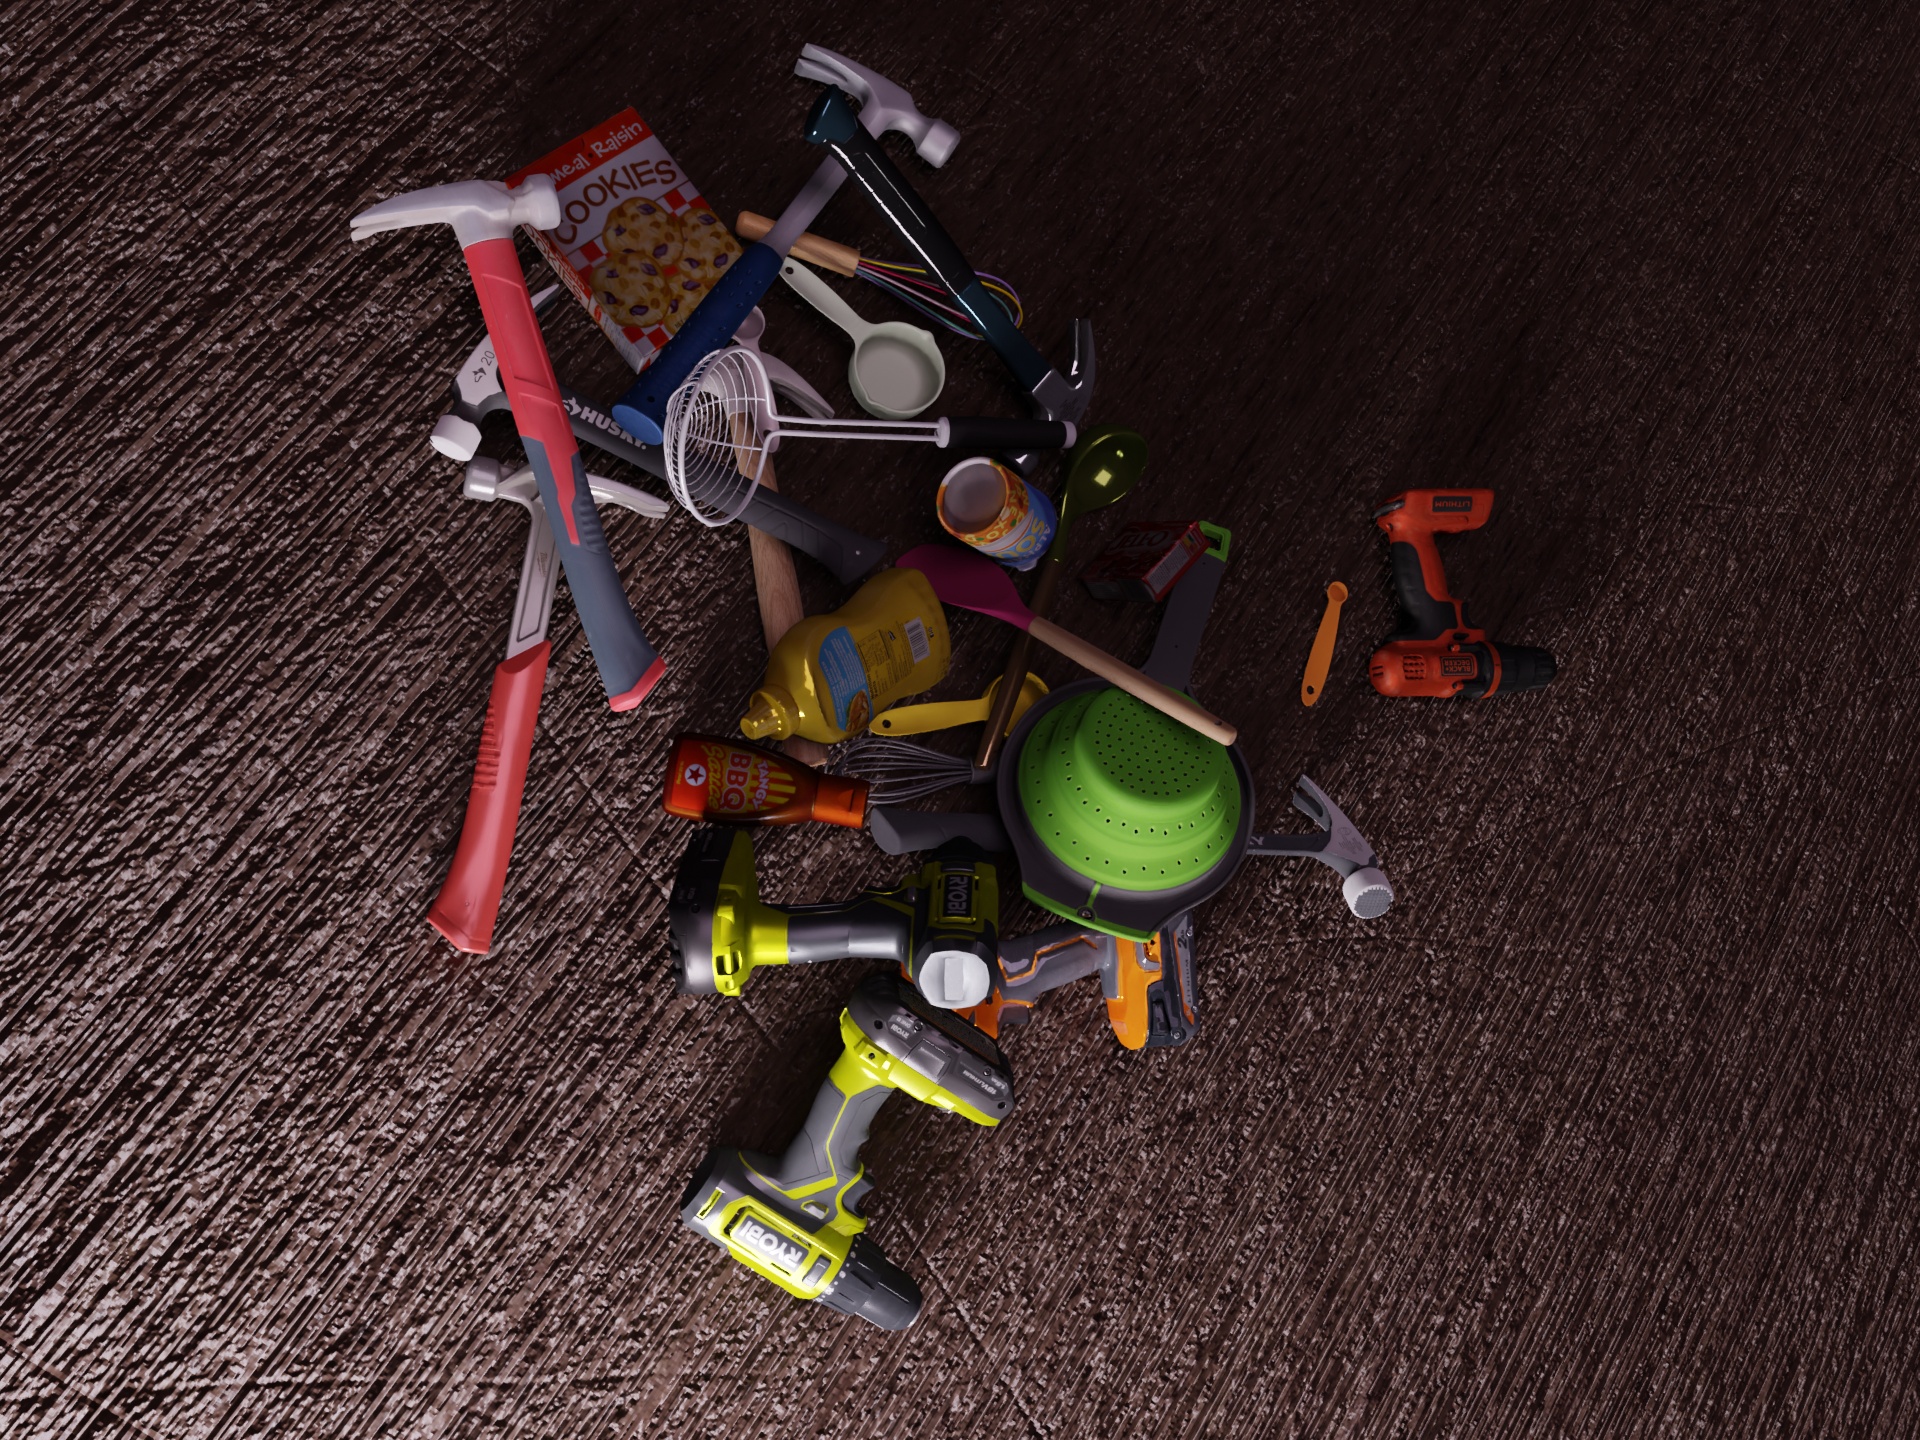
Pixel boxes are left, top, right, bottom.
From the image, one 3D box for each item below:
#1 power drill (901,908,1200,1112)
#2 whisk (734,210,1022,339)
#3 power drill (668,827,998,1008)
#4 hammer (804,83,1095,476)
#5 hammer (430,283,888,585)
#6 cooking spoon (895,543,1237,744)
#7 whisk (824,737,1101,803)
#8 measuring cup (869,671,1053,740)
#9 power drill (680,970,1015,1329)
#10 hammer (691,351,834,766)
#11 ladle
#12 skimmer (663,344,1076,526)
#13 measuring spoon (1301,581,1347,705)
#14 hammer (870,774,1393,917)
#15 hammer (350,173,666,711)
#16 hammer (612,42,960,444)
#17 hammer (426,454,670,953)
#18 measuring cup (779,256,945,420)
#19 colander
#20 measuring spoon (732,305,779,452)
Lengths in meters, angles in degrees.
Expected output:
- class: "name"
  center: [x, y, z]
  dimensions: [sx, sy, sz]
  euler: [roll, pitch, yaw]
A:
- class: "power drill"
  center: [0.066, 0.212, 1.231]
  dimensions: [0.226, 0.084, 0.164]
  euler: [-1, 83, -16]
- class: "whisk"
  center: [-0.065, -0.361, 1.298]
  dimensions: [0.245, 0.047, 0.051]
  euler: [17, 78, -12]
- class: "power drill"
  center: [-0.084, 0.133, 1.132]
  dimensions: [0.223, 0.171, 0.080]
  euler: [1, 117, 1]
- class: "hammer"
  center: [-0.007, -0.352, 1.252]
  dimensions: [0.128, 0.033, 0.330]
  euler: [-49, 119, -9]
- class: "hammer"
  center: [-0.207, -0.194, 1.187]
  dimensions: [0.334, 0.035, 0.146]
  euler: [26, 73, -14]
- class: "cooking spoon"
  center: [0.076, -0.061, 1.209]
  dimensions: [0.319, 0.017, 0.069]
  euler: [32, 51, 29]
- class: "whisk"
  center: [0.007, 0.036, 1.256]
  dimensions: [0.239, 0.055, 0.055]
  euler: [-2, 82, -24]
- class: "measuring cup"
  center: [-0.002, -0.004, 1.265]
  dimensions: [0.156, 0.029, 0.062]
  euler: [-8, 82, -21]
- class: "power drill"
  center: [-0.063, 0.315, 1.141]
  dimensions: [0.190, 0.080, 0.228]
  euler: [35, 95, -10]
- class: "hammer"
  center: [-0.144, -0.127, 1.235]
  dimensions: [0.130, 0.031, 0.331]
  euler: [-9, 85, -20]
- class: "ladle"
  center: [0.078, -0.102, 1.277]
  dimensions: [0.062, 0.078, 0.320]
  euler: [9, 67, 27]
- class: "skimmer"
  center: [-0.053, -0.210, 1.188]
  dimensions: [0.363, 0.090, 0.127]
  euler: [-4, 113, -30]
- class: "measuring spoon"
  center: [0.318, -0.067, 1.401]
  dimensions: [0.021, 0.011, 0.117]
  euler: [21, 79, -16]
- class: "hammer"
  center: [0.132, 0.091, 1.269]
  dimensions: [0.409, 0.149, 0.036]
  euler: [3, 124, -11]
- class: "hammer"
  center: [-0.302, -0.189, 1.114]
  dimensions: [0.143, 0.038, 0.386]
  euler: [-17, 88, -20]
- class: "hammer"
  center: [-0.148, -0.369, 1.226]
  dimensions: [0.144, 0.035, 0.406]
  euler: [34, 62, -8]
- class: "hammer"
  center: [-0.314, -0.011, 1.154]
  dimensions: [0.149, 0.037, 0.359]
  euler: [11, 77, -17]
- class: "measuring cup"
  center: [-0.088, -0.309, 1.282]
  dimensions: [0.167, 0.038, 0.083]
  euler: [41, 71, -7]
- class: "colander"
  center: [0.161, -0.027, 1.246]
  dimensions: [0.204, 0.094, 0.397]
  euler: [20, 59, 3]
- class: "measuring spoon"
  center: [-0.160, -0.264, 1.229]
  dimensions: [0.034, 0.018, 0.124]
  euler: [-10, 84, -28]
